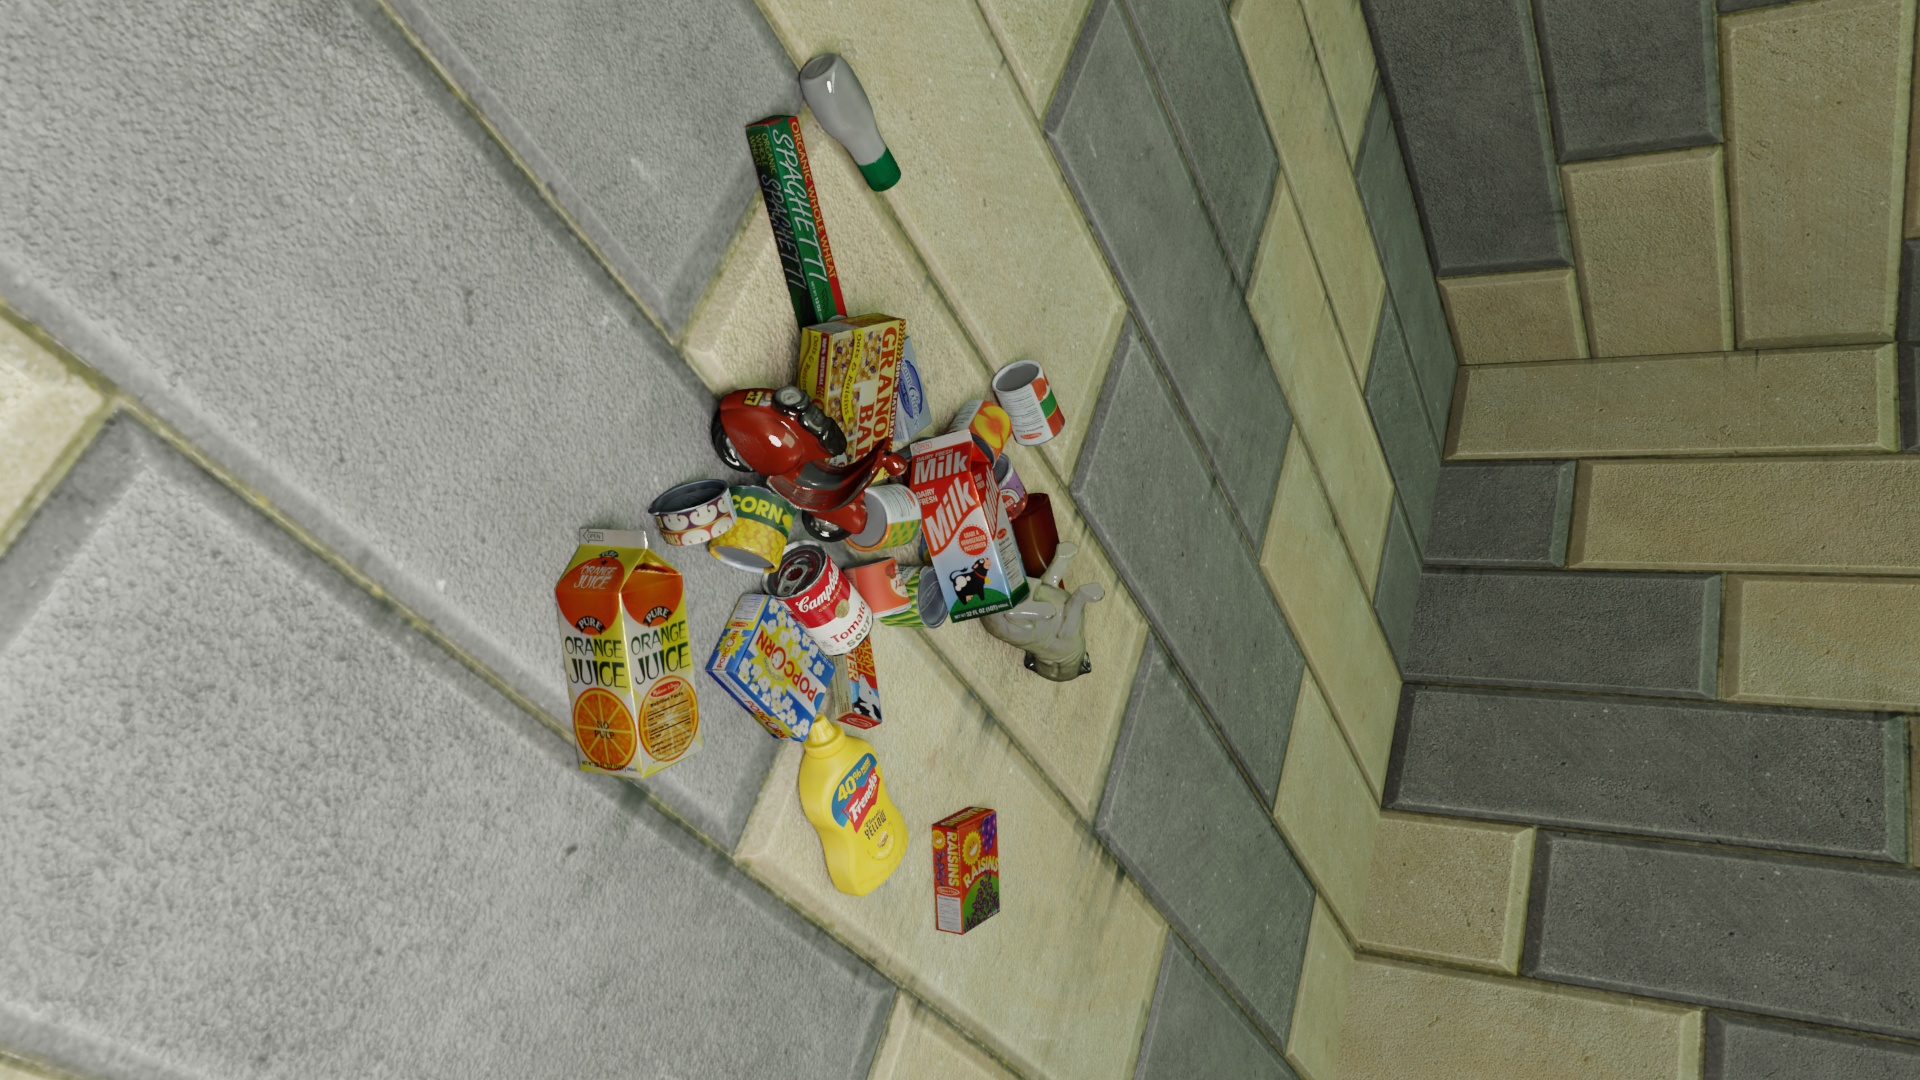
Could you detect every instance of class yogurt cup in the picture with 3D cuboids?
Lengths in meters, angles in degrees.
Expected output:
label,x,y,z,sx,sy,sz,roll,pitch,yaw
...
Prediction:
label,x,y,z,sx,sy,sz,roll,pitch,yaw
yogurt cup,-0.088,0.048,1.408,0.072,0.072,0.054,-20,100,-57

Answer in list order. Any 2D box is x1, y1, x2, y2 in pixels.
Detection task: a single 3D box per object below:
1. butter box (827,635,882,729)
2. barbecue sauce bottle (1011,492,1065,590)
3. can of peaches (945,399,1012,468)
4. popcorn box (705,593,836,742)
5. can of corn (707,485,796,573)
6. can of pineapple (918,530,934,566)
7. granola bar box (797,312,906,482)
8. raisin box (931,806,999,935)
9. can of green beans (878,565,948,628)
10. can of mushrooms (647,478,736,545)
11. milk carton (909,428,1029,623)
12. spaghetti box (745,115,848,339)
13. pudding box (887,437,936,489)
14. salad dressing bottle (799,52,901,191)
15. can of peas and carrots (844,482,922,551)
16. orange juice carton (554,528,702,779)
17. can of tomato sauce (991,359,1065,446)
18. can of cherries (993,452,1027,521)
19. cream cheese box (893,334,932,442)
label,x,y,z,sx,sy,sz,roll,pitch,yaw
butter box,-0.107,0.132,1.379,0.053,0.024,0.104,31,41,-53
barbecue sauce bottle,0.101,0.018,1.732,0.065,0.043,0.148,-46,129,-48
can of peaches,0.020,-0.116,1.576,0.058,0.071,0.071,-62,139,-38
popcorn box,-0.174,0.119,1.291,0.126,0.038,0.085,55,45,-43
can of corn,-0.186,-0.010,1.241,0.071,0.071,0.058,41,57,-51
can of pineapple,-0.004,0.008,1.546,0.071,0.058,0.071,-2,93,-58
granola bar box,-0.110,-0.132,1.351,0.125,0.039,0.164,-25,128,-55
raisin box,0.007,0.375,1.586,0.086,0.040,0.123,-8,97,-57
can of green beans,-0.051,0.059,1.470,0.071,0.058,0.071,-2,92,-58
can of mushrooms,-0.227,-0.023,1.179,0.071,0.071,0.033,-45,129,-49
milk carton,0.005,-0.018,1.458,0.074,0.072,0.190,-33,108,-68
spaghetti box,-0.150,-0.280,1.334,0.050,0.028,0.249,-41,124,-50
pudding box,-0.046,-0.077,1.504,0.084,0.030,0.049,-34,120,-53
salad dressing bottle,-0.107,-0.415,1.391,0.147,0.044,0.064,54,44,-45
can of peas and carrots,-0.083,-0.022,1.413,0.059,0.071,0.071,-11,100,-58
orange juice carton,-0.266,0.085,1.110,0.073,0.072,0.192,-20,107,-57
can of tomato sauce,0.082,-0.167,1.677,0.071,0.071,0.082,-61,138,-38
can of cherries,0.038,-0.058,1.604,0.058,0.071,0.072,59,43,-42
cream cheese box,-0.063,-0.161,1.481,0.054,0.024,0.103,-45,127,-49
